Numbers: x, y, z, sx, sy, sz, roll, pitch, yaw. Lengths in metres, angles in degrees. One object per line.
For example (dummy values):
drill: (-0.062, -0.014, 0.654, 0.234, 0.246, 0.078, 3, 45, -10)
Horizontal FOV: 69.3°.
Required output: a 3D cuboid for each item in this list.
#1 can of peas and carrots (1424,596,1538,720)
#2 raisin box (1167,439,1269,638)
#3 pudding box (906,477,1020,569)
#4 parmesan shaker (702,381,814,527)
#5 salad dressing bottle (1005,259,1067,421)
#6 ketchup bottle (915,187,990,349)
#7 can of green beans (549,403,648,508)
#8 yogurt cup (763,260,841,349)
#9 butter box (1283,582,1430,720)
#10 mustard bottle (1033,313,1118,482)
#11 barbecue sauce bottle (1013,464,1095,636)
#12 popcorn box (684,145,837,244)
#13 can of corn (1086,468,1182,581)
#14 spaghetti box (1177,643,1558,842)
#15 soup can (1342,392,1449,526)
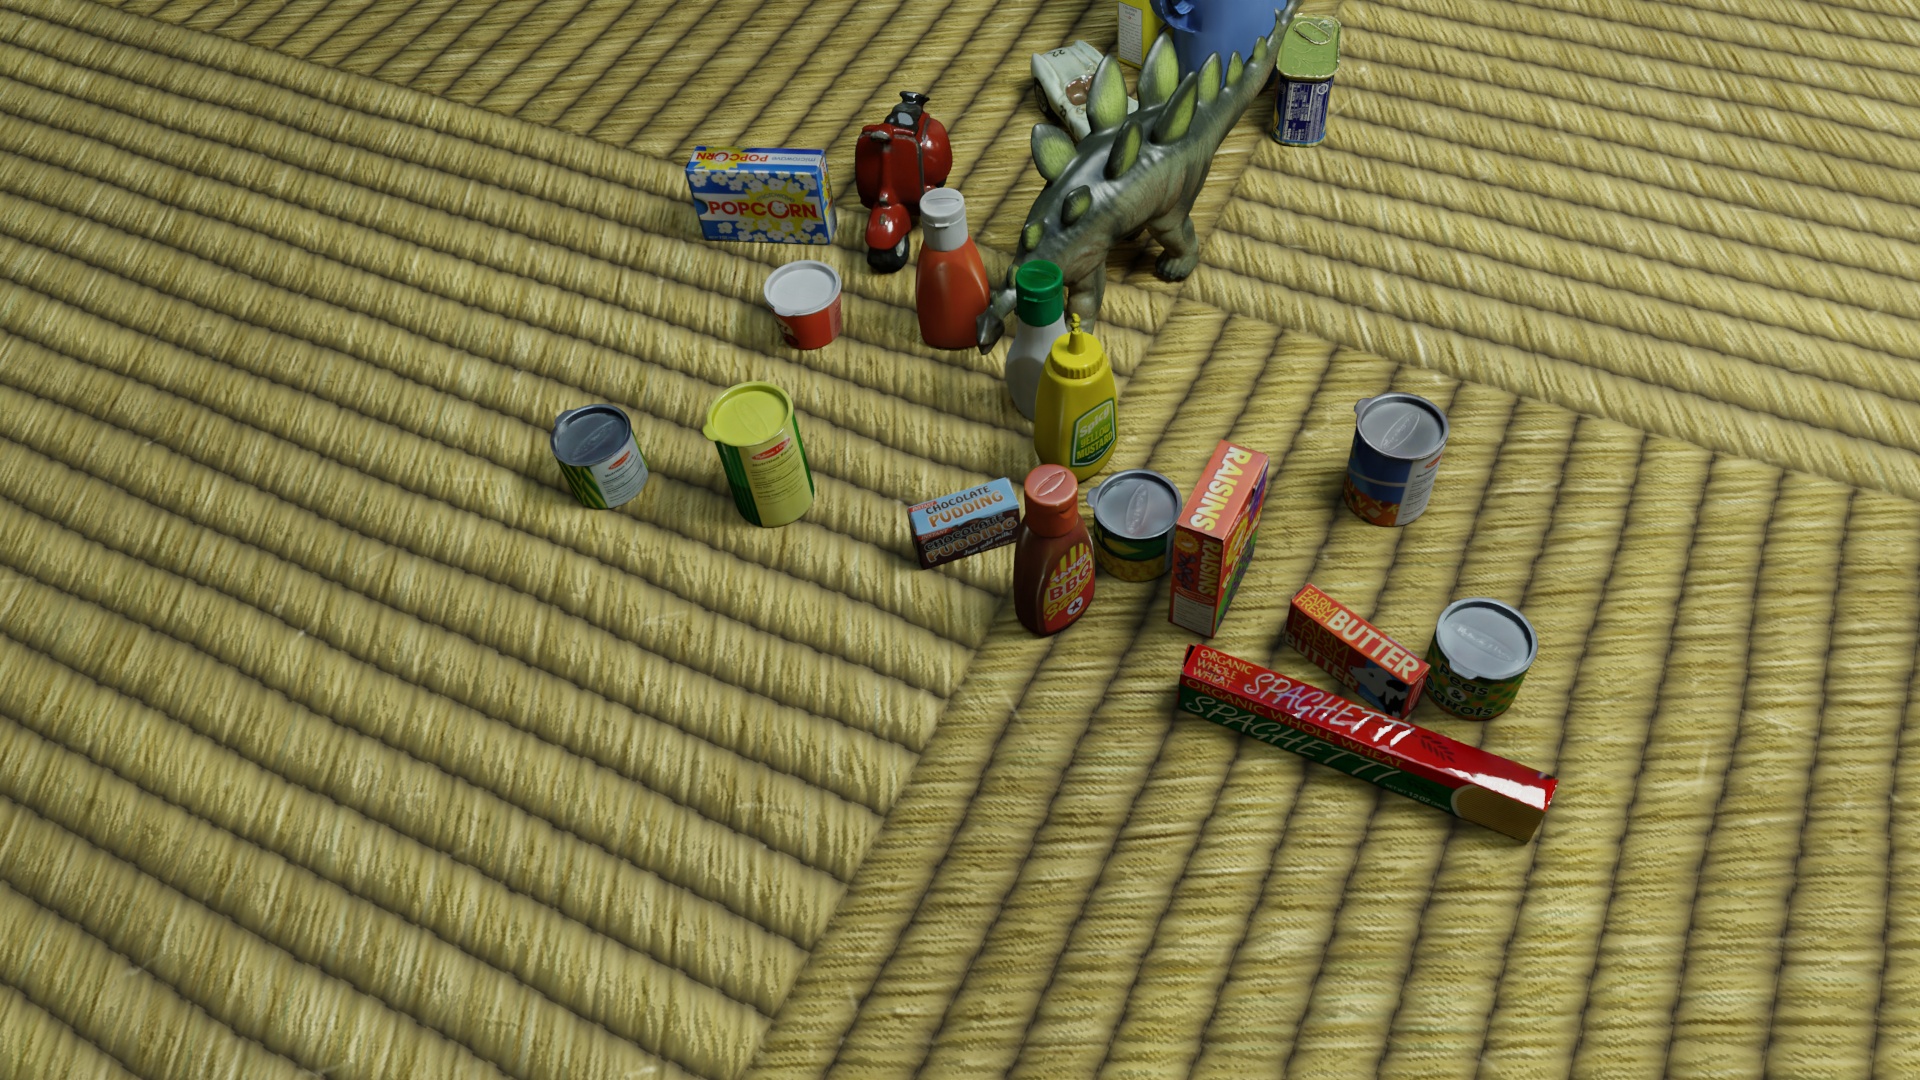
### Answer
can of peas and carrots: (0.356, 0.084, 0.958, 0.071, 0.058, 0.071, -3, 53, 4)
raisin box: (0.184, 0.001, 0.997, 0.040, 0.122, 0.086, 21, 58, 20)
pudding box: (0.004, -0.013, 1.071, 0.084, 0.049, 0.030, -17, 53, -7)
parmesan shaker: (-0.158, -0.065, 1.092, 0.071, 0.102, 0.071, -3, 53, 4)
salad dressing bottle: (0.066, -0.158, 1.113, 0.064, 0.147, 0.044, 17, 57, 18)
ketchup bottle: (-0.009, -0.227, 1.172, 0.065, 0.148, 0.044, -2, 53, 4)
can of green beans: (-0.294, -0.068, 1.136, 0.071, 0.057, 0.071, -3, 53, 4)
yogurt cup: (-0.136, -0.206, 1.228, 0.072, 0.053, 0.073, -3, 53, 4)
butter box: (0.275, 0.078, 0.973, 0.024, 0.052, 0.104, -39, 59, -22)
mustard bottle: (0.089, -0.111, 1.068, 0.065, 0.159, 0.049, -34, 57, -18)
barbecue sauce bottle: (0.066, 0.006, 0.988, 0.065, 0.147, 0.044, -38, 58, -21)
popcorn box: (-0.184, -0.323, 1.302, 0.127, 0.084, 0.038, 4, 54, 8)
can of corn: (0.131, -0.011, 1.052, 0.071, 0.058, 0.071, -3, 53, 4)
spaghetti box: (0.265, 0.134, 0.934, 0.250, 0.050, 0.029, 20, 58, 19)
soup can: (0.327, -0.062, 1.056, 0.071, 0.083, 0.072, -3, 53, 4)
